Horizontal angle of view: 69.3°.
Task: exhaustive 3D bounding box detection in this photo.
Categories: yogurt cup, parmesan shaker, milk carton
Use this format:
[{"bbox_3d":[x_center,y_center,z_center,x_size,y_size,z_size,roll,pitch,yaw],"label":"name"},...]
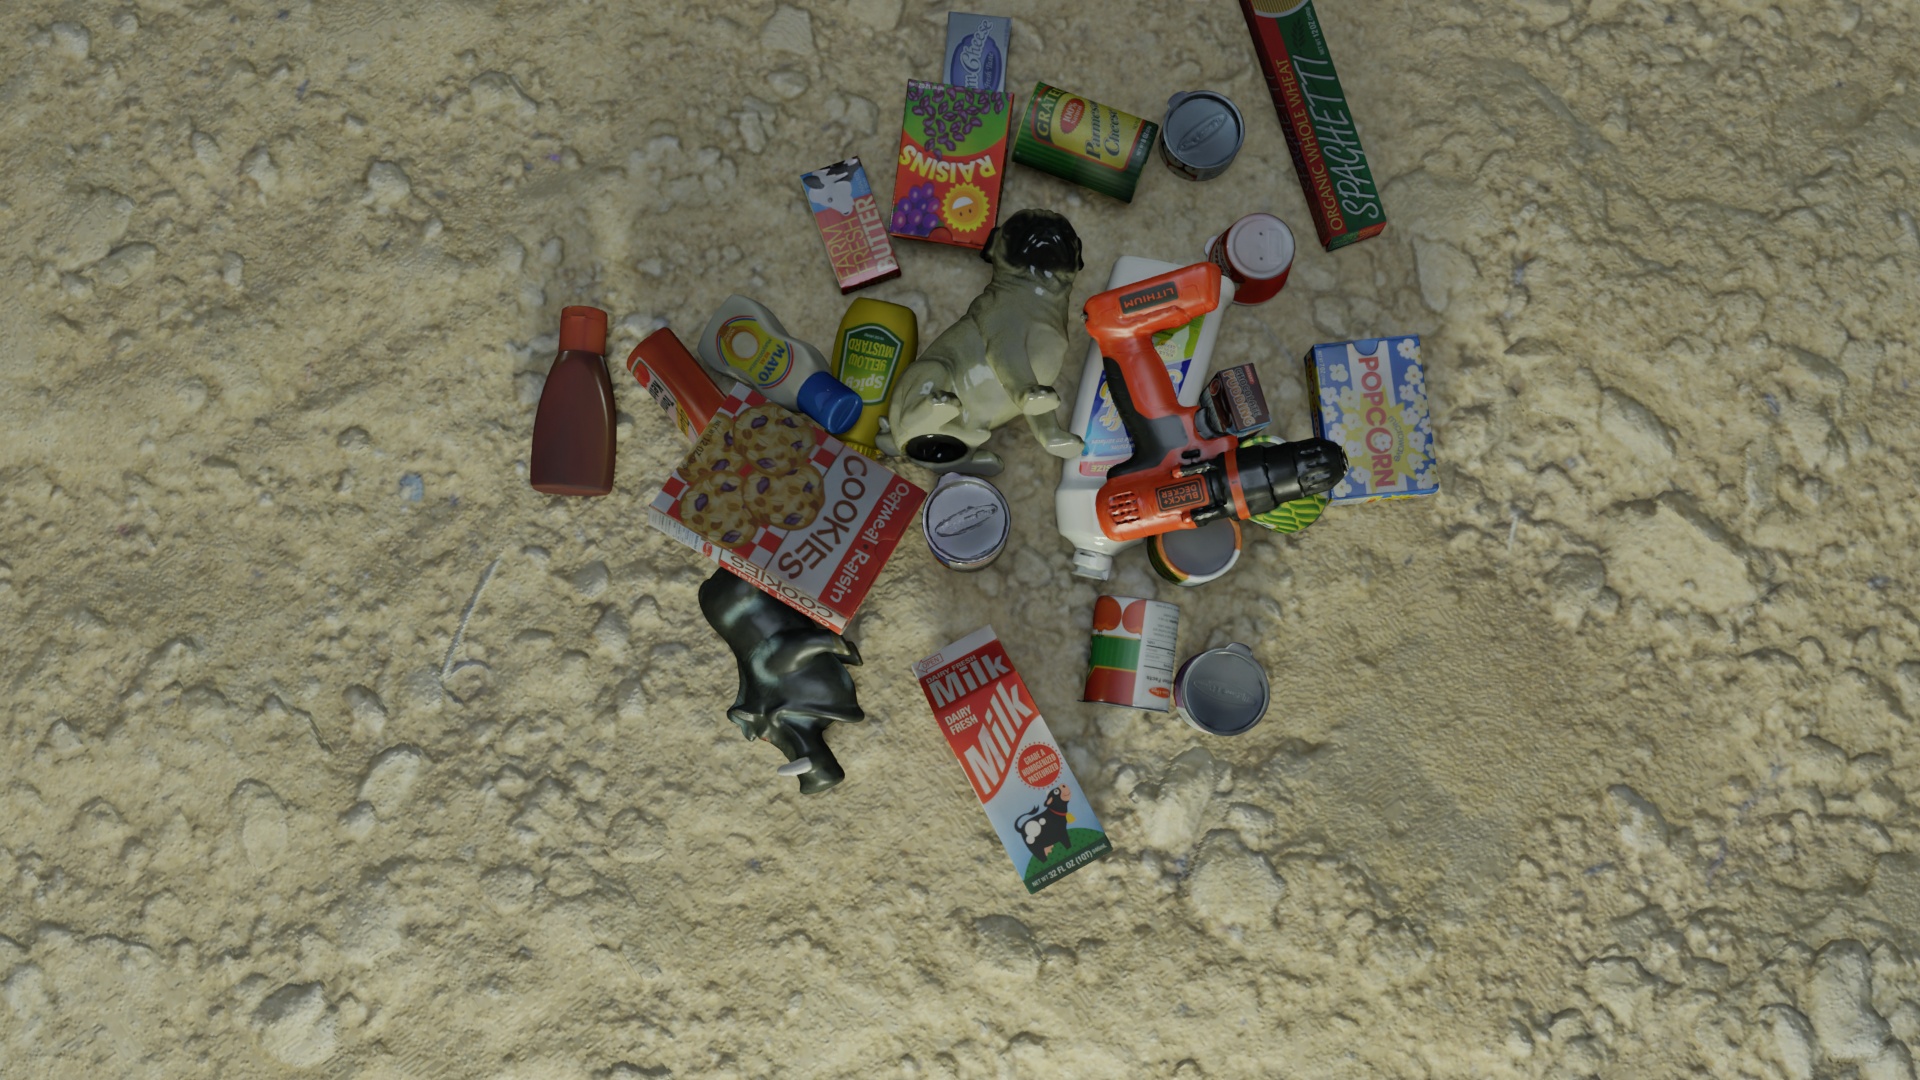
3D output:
[{"bbox_3d":[0.235,-0.227,1.111,0.072,0.054,0.072,0,84,0],"label":"yogurt cup"},{"bbox_3d":[0.101,-0.322,1.118,0.103,0.071,0.071,20,84,3],"label":"parmesan shaker"},{"bbox_3d":[0.037,0.163,1.055,0.072,0.073,0.190,-28,83,-2],"label":"milk carton"}]

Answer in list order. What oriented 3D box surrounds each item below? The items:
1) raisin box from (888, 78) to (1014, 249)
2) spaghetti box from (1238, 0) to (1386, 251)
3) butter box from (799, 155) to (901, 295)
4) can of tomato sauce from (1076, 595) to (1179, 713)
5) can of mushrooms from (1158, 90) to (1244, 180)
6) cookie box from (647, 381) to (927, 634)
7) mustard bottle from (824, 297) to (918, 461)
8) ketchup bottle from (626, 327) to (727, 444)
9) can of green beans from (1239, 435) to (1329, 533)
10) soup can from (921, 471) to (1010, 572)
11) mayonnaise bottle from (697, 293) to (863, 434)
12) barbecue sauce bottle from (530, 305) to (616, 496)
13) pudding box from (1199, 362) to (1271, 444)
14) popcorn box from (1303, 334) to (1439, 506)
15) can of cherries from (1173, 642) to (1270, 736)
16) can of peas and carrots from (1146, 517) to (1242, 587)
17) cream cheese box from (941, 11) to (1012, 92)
[{"bbox_3d":[-0.007,-0.299,1.114,0.086,0.040,0.123,9,100,1],"label":"raisin box"},{"bbox_3d":[0.286,-0.362,1.139,0.050,0.028,0.250,-17,83,0],"label":"spaghetti box"},{"bbox_3d":[-0.089,-0.256,1.132,0.053,0.024,0.103,-20,83,-1],"label":"butter box"},{"bbox_3d":[0.130,0.087,1.068,0.071,0.071,0.083,8,83,1],"label":"can of tomato sauce"},{"bbox_3d":[0.195,-0.332,1.134,0.071,0.033,0.071,0,84,1],"label":"can of mushrooms"},{"bbox_3d":[-0.127,-0.025,1.035,0.167,0.040,0.123,30,64,-1],"label":"cookie box"},{"bbox_3d":[-0.076,-0.110,1.101,0.065,0.049,0.160,11,83,5],"label":"mustard bottle"},{"bbox_3d":[-0.200,-0.097,1.097,0.044,0.064,0.149,-41,93,-21],"label":"ketchup bottle"},{"bbox_3d":[0.243,-0.043,1.072,0.071,0.058,0.071,-10,73,35],"label":"can of green beans"},{"bbox_3d":[0.004,-0.013,1.071,0.071,0.083,0.071,0,83,0],"label":"soup can"},{"bbox_3d":[-0.138,-0.134,1.082,0.148,0.041,0.064,36,96,28],"label":"mayonnaise bottle"},{"bbox_3d":[-0.305,-0.111,1.107,0.065,0.043,0.148,2,83,1],"label":"barbecue sauce bottle"},{"bbox_3d":[0.213,-0.103,1.080,0.030,0.083,0.049,-16,83,-2],"label":"pudding box"},{"bbox_3d":[0.325,-0.094,1.101,0.085,0.038,0.127,-6,83,1],"label":"popcorn box"},{"bbox_3d":[0.201,0.114,1.067,0.071,0.058,0.071,0,83,2],"label":"can of cherries"},{"bbox_3d":[0.180,-0.001,1.081,0.071,0.058,0.071,0,83,0],"label":"can of peas and carrots"},{"bbox_3d":[0.012,-0.382,1.146,0.053,0.024,0.104,5,83,2],"label":"cream cheese box"}]
